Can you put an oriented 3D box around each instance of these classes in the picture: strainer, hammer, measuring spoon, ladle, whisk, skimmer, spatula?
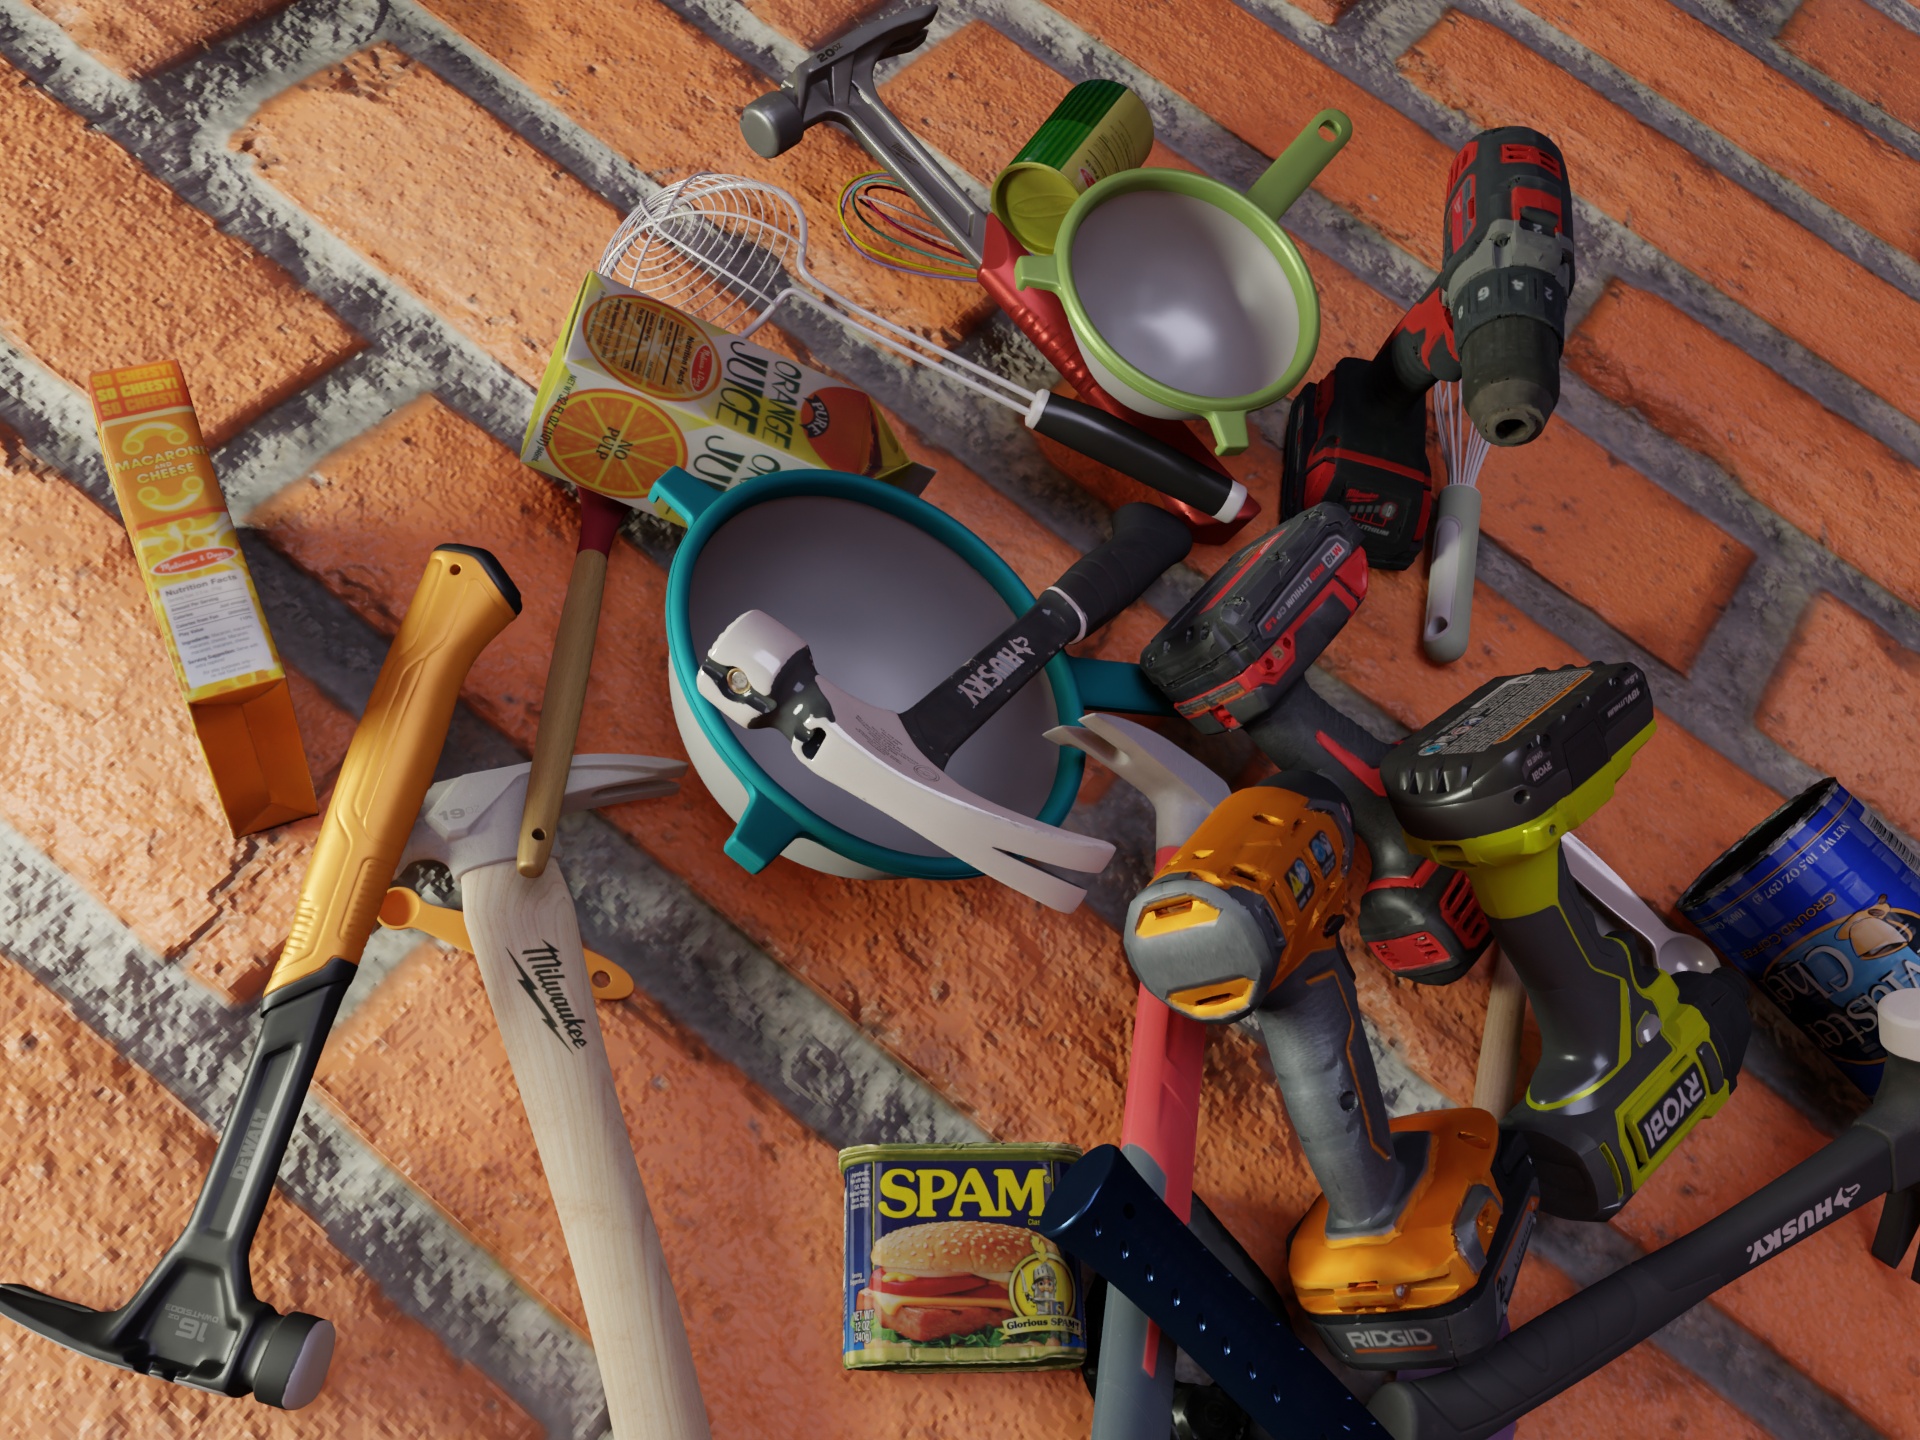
[{"bbox_3d":[0.141,-0.252,0.882,0.151,0.069,0.256,39,61,0],"label":"strainer"},{"bbox_3d":[0.317,0.247,0.698,0.334,0.035,0.146,-22,111,-18],"label":"hammer"},{"bbox_3d":[-0.200,0.100,0.699,0.117,0.011,0.021,21,58,-7],"label":"measuring spoon"},{"bbox_3d":[-0.131,0.202,0.636,0.146,0.038,0.411,-10,66,-25],"label":"hammer"},{"bbox_3d":[0.186,0.309,0.601,0.405,0.035,0.144,46,59,-6],"label":"hammer"},{"bbox_3d":[-0.177,-0.058,0.755,0.069,0.031,0.316,13,48,-15],"label":"ladle"},{"bbox_3d":[-0.256,0.081,0.628,0.127,0.034,0.337,13,71,4],"label":"hammer"},{"bbox_3d":[0.297,-0.140,0.944,0.059,0.058,0.246,33,57,-31],"label":"whisk"},{"bbox_3d":[0.347,0.098,0.841,0.034,0.018,0.124,-32,66,-22],"label":"measuring spoon"},{"bbox_3d":[-0.021,-0.184,0.858,0.363,0.090,0.127,25,71,-8],"label":"skimmer"},{"bbox_3d":[0.248,0.208,0.748,0.059,0.018,0.316,24,59,-6],"label":"spatula"},{"bbox_3d":[0.044,-0.273,0.956,0.245,0.051,0.047,19,52,-7],"label":"whisk"},{"bbox_3d":[0.044,-0.246,0.904,0.149,0.036,0.359,-41,88,-27],"label":"hammer"},{"bbox_3d":[0.044,-0.039,0.696,0.149,0.036,0.409,35,27,7],"label":"hammer"},{"bbox_3d":[0.068,0.182,0.639,0.143,0.038,0.387,34,51,-31],"label":"hammer"},{"bbox_3d":[-0.001,-0.002,0.773,0.340,0.095,0.211,4,58,-37],"label":"strainer"}]

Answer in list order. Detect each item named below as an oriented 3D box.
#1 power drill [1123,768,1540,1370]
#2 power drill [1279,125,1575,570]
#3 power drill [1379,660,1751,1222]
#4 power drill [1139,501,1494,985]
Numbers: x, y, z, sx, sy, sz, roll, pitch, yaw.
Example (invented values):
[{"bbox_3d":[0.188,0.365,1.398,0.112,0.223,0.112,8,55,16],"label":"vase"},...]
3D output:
[{"bbox_3d":[0.163,0.133,0.672,0.164,0.084,0.226,-37,103,-53],"label":"power drill"},{"bbox_3d":[0.249,-0.172,0.841,0.080,0.226,0.188,15,58,-6],"label":"power drill"},{"bbox_3d":[0.294,0.093,0.742,0.171,0.080,0.223,-30,102,-32],"label":"power drill"},{"bbox_3d":[0.207,0.009,0.794,0.219,0.078,0.143,49,60,-6],"label":"power drill"}]
